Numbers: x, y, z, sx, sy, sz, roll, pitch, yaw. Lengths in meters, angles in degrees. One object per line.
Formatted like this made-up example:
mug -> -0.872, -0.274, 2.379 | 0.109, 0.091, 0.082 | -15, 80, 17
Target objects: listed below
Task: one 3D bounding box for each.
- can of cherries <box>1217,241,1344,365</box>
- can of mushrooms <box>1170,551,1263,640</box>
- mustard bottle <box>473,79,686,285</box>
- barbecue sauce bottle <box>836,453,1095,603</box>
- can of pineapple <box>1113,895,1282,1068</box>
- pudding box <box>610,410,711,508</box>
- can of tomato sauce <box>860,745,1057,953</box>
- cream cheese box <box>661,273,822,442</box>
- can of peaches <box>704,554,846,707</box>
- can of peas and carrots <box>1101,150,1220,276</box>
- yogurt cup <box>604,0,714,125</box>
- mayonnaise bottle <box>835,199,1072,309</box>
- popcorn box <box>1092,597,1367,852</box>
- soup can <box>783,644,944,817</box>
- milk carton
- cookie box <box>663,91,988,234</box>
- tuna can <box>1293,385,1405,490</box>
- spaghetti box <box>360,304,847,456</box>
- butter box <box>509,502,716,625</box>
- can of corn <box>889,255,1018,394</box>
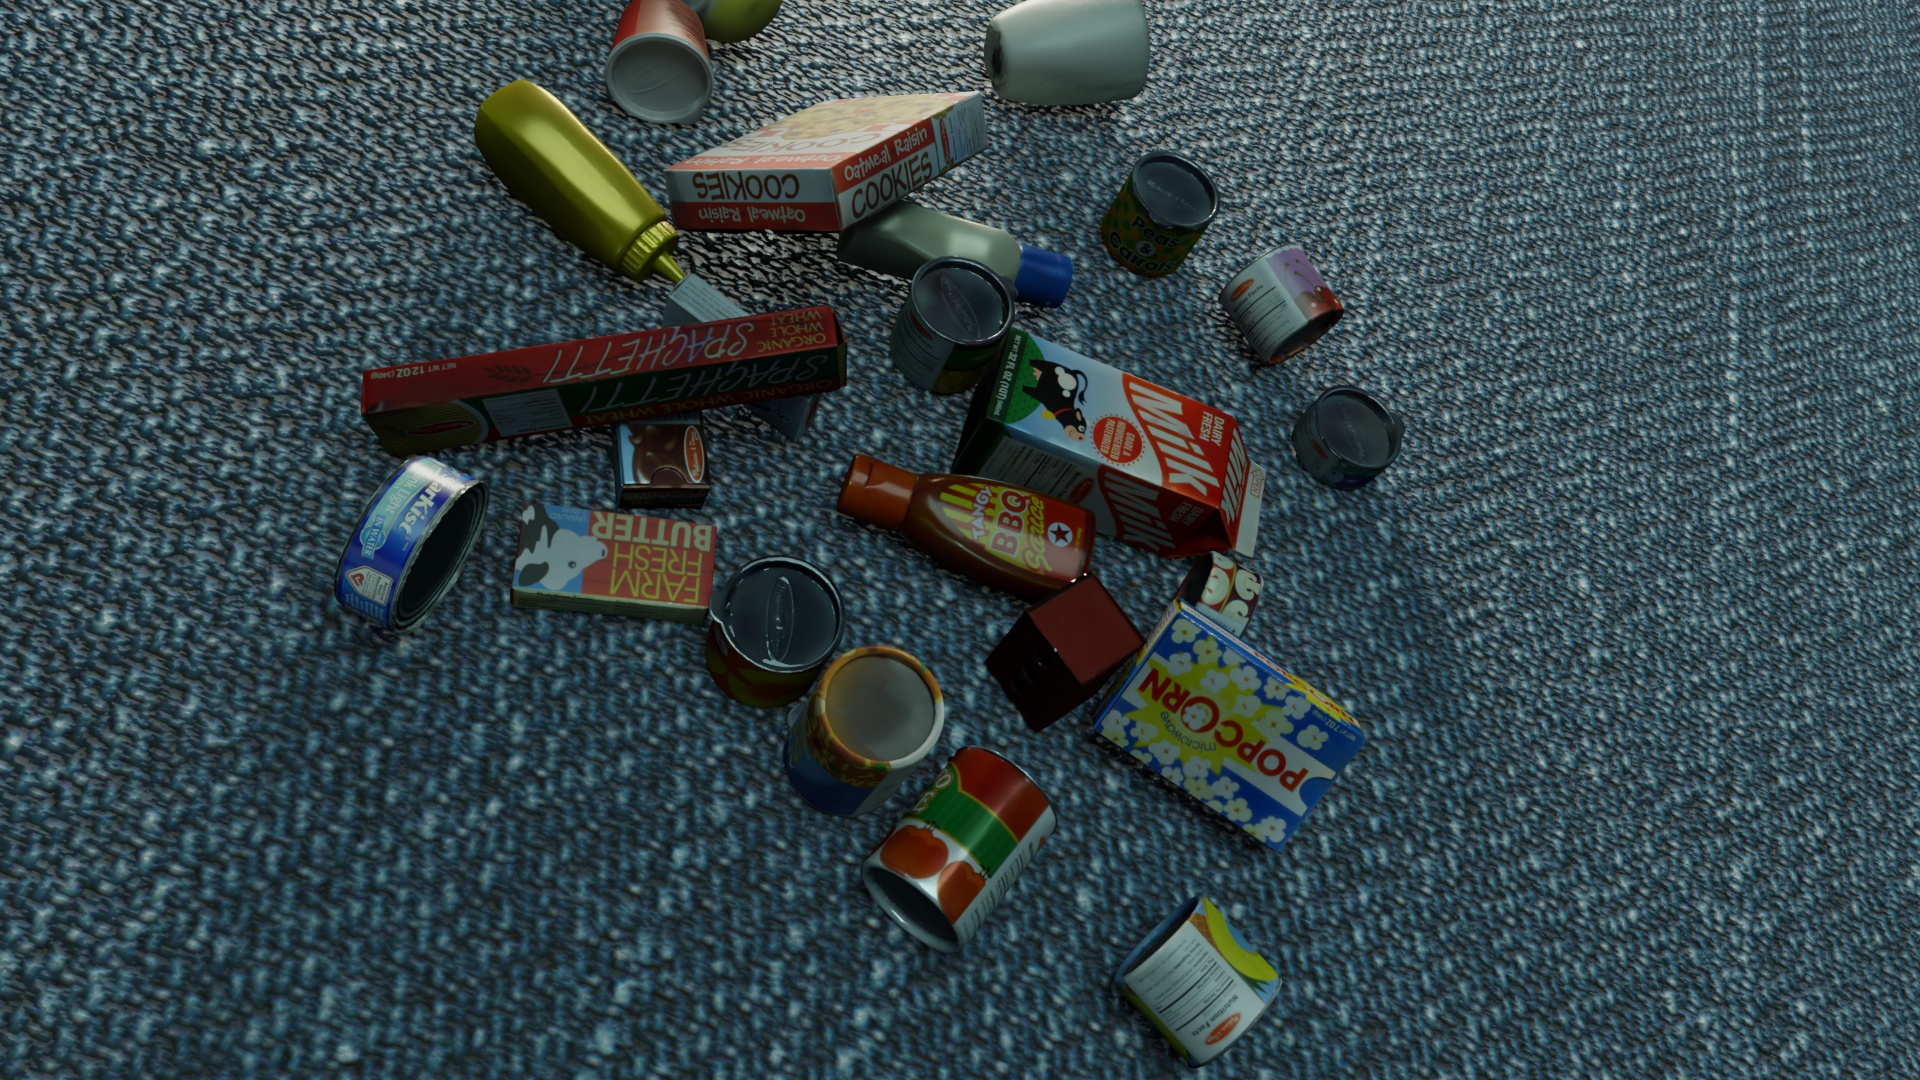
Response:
can of cherries -> 0.223, -0.163, 0.960 | 0.072, 0.071, 0.058 | -25, 74, -29
can of mushrooms -> 0.149, 0.040, 0.826 | 0.033, 0.070, 0.071 | 27, 58, -3
mustard bottle -> -0.217, -0.201, 0.828 | 0.160, 0.065, 0.049 | 43, 63, -2
barbecue sauce bottle -> 0.003, -0.010, 0.813 | 0.148, 0.043, 0.065 | 19, 60, -9
can of pineapple -> 0.122, 0.227, 0.718 | 0.058, 0.070, 0.071 | 47, 58, 8
pudding box -> -0.172, -0.060, 0.786 | 0.050, 0.030, 0.084 | -1, 64, -21
can of tomato sauce -> -0.002, 0.156, 0.710 | 0.071, 0.071, 0.083 | 41, 58, 5
cream cheese box -> -0.127, -0.106, 0.812 | 0.104, 0.053, 0.024 | 37, 59, 2
can of peaches -> -0.102, 0.049, 0.736 | 0.071, 0.057, 0.071 | 8, 62, -15
can of peas and carrots -> 0.138, -0.225, 0.966 | 0.071, 0.058, 0.071 | 8, 62, -15
yogurt cup -> -0.193, -0.312, 0.893 | 0.072, 0.072, 0.054 | 5, 54, -17
mayonnaise bottle -> -0.002, -0.184, 0.895 | 0.148, 0.064, 0.041 | 11, 79, -18
popcorn box -> 0.149, 0.103, 0.781 | 0.127, 0.085, 0.038 | 34, 13, 0
soup can -> -0.053, 0.097, 0.713 | 0.071, 0.083, 0.071 | 8, 61, -15
milk carton -> 0.099, -0.051, 0.851 | 0.190, 0.073, 0.073 | 21, 59, -8
cookie box -> -0.078, -0.230, 0.842 | 0.123, 0.040, 0.168 | 8, 33, 31
tuna can -> 0.264, -0.070, 0.944 | 0.071, 0.032, 0.071 | 8, 61, -15
spaghetti box -> -0.186, -0.086, 0.746 | 0.250, 0.050, 0.029 | -10, 67, -7
butter box -> -0.185, 0.013, 0.746 | 0.103, 0.024, 0.053 | 7, 62, -16
can of corn -> -0.004, -0.134, 0.868 | 0.071, 0.058, 0.071 | 8, 61, -15
